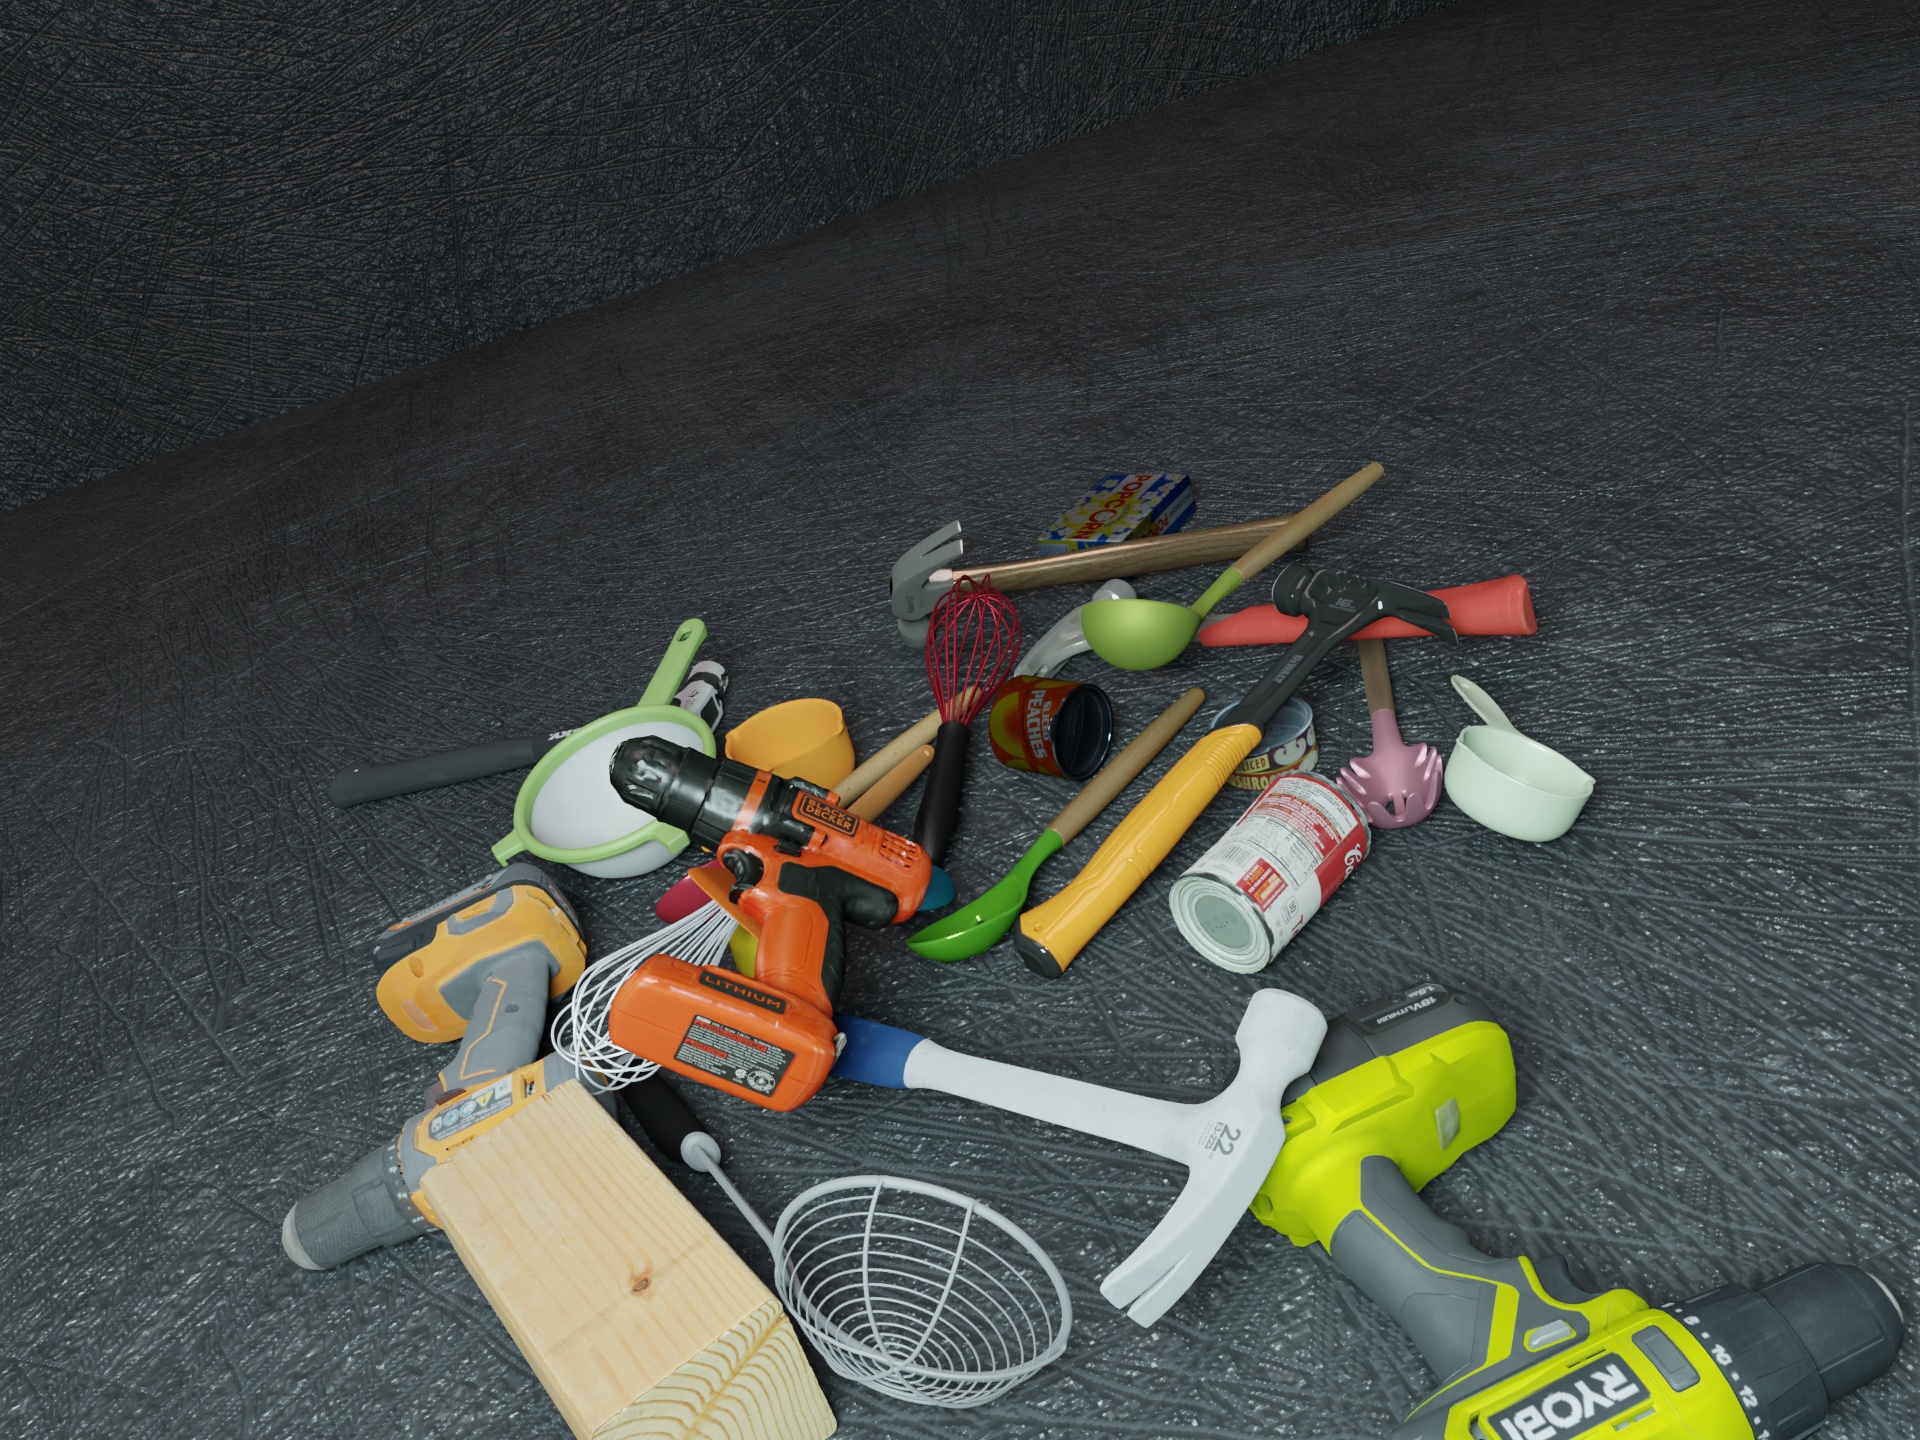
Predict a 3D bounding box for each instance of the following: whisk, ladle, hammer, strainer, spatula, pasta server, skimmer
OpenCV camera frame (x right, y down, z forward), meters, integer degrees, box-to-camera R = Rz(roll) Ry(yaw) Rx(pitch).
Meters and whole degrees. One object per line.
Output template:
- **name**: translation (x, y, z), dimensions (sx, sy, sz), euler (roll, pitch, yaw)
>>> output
- **whisk**: translation (-0.002, -0.004, 1.114), dimensions (0.073, 0.073, 0.296), euler (-8, 40, 17)
- **ladle**: translation (-0.084, 0.053, 1.099), dimensions (0.031, 0.069, 0.315), euler (43, 50, 12)
- **hammer**: translation (0.155, 0.028, 0.950), dimensions (0.337, 0.034, 0.127), euler (-45, 39, -21)
- **strainer**: translation (-0.223, 0.027, 1.163), dimensions (0.151, 0.069, 0.257), euler (-6, 40, 19)
- **ladle**: translation (0.204, -0.124, 1.124), dimensions (0.320, 0.062, 0.078), euler (-36, 16, -33)
- **whisk**: translation (-0.144, 0.121, 0.926), dimensions (0.070, 0.070, 0.285), euler (-3, 22, 24)
- **spatula**: translation (-0.073, 0.069, 0.990), dimensions (0.041, 0.081, 0.323), euler (-50, -3, 28)
- **hammer**: translation (0.108, -0.125, 1.250), dimensions (0.331, 0.130, 0.031), euler (-9, 62, -1)
- **pasta server**: translation (0.271, -0.021, 1.033), dimensions (0.060, 0.040, 0.316), euler (-14, 28, 17)
- **hammer**: translation (-0.358, 0.029, 1.289), dimensions (0.335, 0.035, 0.146), euler (-11, 29, 11)
- **hammer**: translation (0.212, -0.062, 1.097), dimensions (0.359, 0.036, 0.149), euler (-1, 32, 39)
- **hammer**: translation (-0.017, 0.175, 0.782), dimensions (0.406, 0.035, 0.144), euler (1, 51, 48)
- **skimmer**: translation (-0.081, 0.214, 0.769), dimensions (0.090, 0.127, 0.363), euler (-38, 25, -18)

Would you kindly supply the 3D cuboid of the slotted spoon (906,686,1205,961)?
- **slotted spoon**: translation (0.075, 0.061, 1.008), dimensions (0.070, 0.031, 0.314), euler (-17, 18, 48)

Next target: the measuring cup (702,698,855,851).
- **measuring cup**: translation (-0.132, 0.053, 1.111), dimensions (0.095, 0.052, 0.174), euler (-3, 34, 24)

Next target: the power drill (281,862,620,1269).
- **power drill**: translation (-0.296, 0.201, 0.920), dimensions (0.185, 0.084, 0.226), euler (-27, 34, -1)

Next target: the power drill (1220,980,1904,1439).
- **power drill**: translation (0.220, 0.209, 0.629), dimensions (0.190, 0.080, 0.229), euler (-23, 32, -7)

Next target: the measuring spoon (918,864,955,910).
- **measuring spoon**: translation (-0.059, 0.092, 1.002), dimensions (0.129, 0.021, 0.042), euler (12, 25, 35)

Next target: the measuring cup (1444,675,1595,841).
- **measuring cup**: translation (0.309, 0.019, 0.929), dimensions (0.083, 0.038, 0.168), euler (15, 23, -6)

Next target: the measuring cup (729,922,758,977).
- **measuring cup**: translation (-0.104, 0.106, 1.025), dimensions (0.062, 0.029, 0.157), euler (-6, 31, 20)
